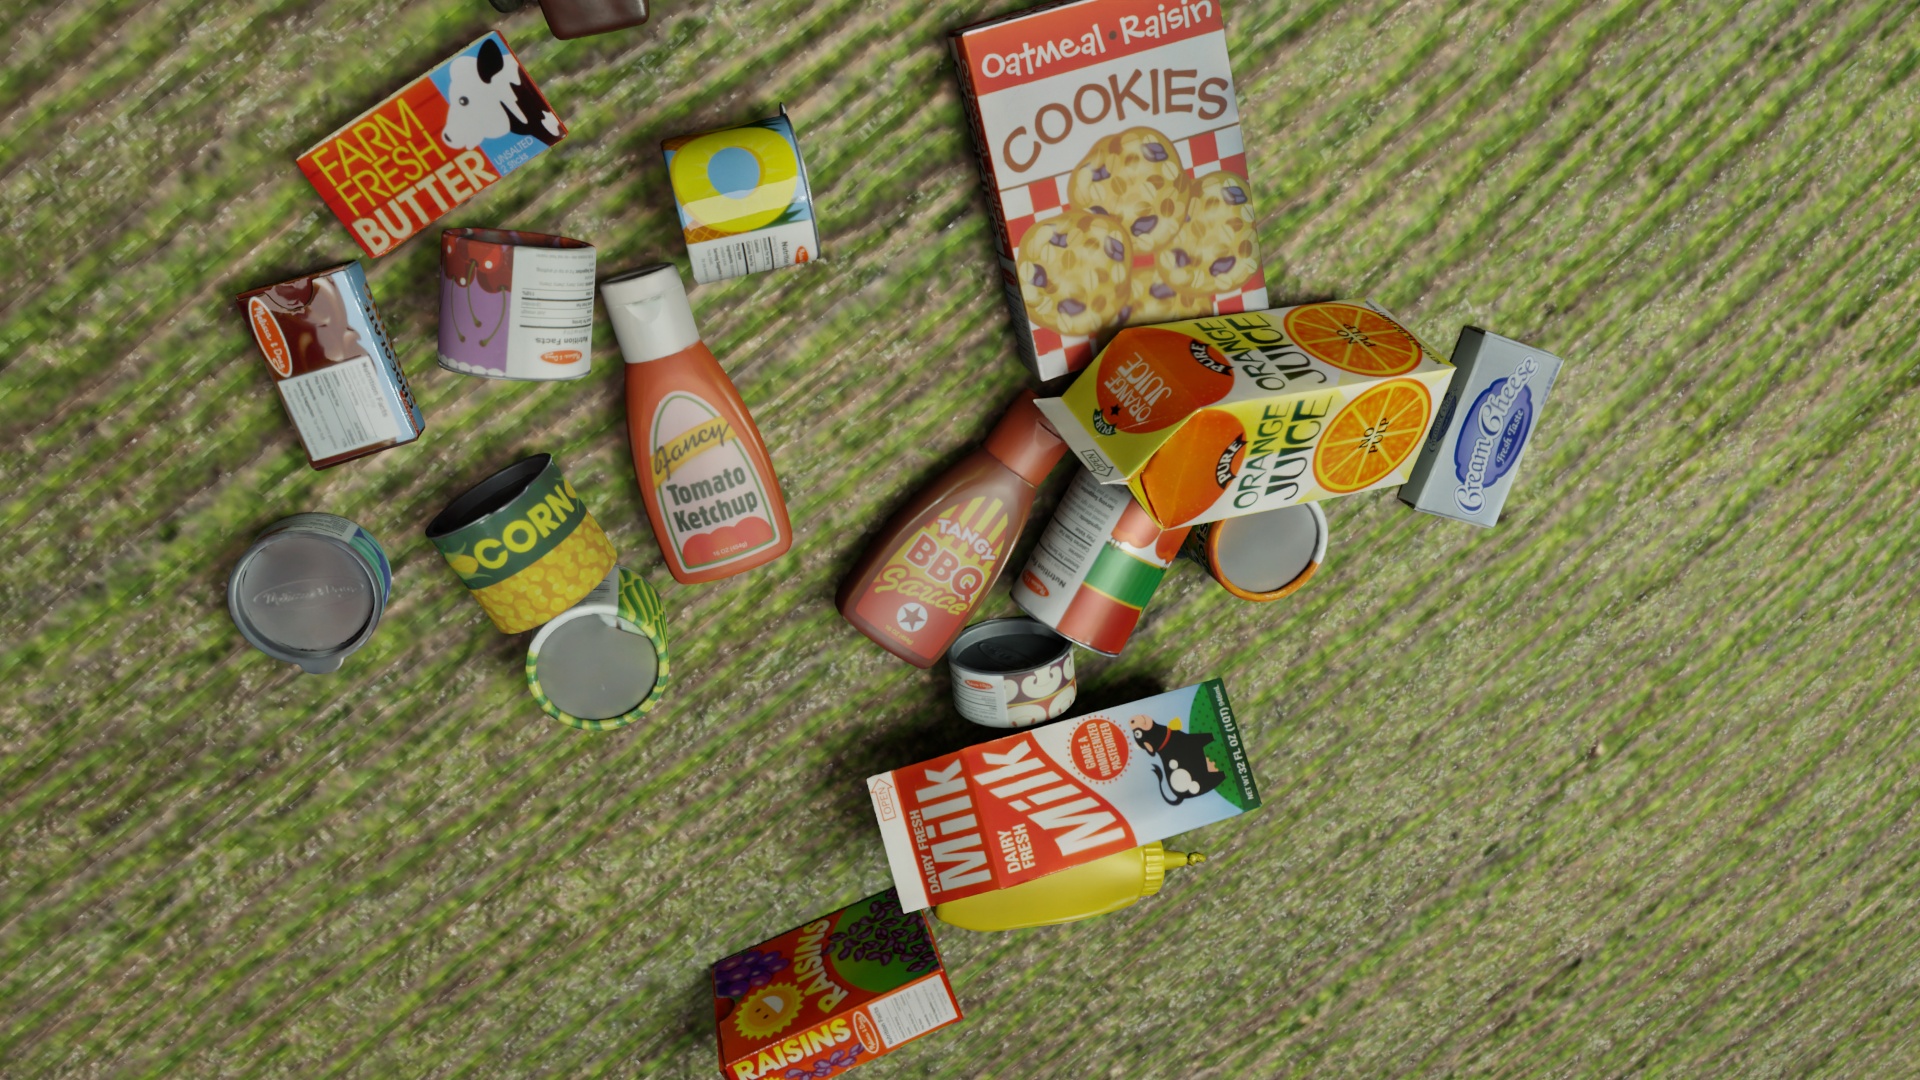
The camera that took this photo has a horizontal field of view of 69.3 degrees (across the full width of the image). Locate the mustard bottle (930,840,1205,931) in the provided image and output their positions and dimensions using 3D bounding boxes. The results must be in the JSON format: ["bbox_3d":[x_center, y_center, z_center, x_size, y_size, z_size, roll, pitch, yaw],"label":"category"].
[{"bbox_3d":[0.062,0.183,0.783,0.160,0.049,0.065,2,103,-15],"label":"mustard bottle"}]

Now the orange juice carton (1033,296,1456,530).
[{"bbox_3d":[0.134,-0.062,0.675,0.193,0.072,0.072,-11,133,-24],"label":"orange juice carton"}]

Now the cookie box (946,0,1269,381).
[{"bbox_3d":[0.073,-0.177,0.671,0.123,0.040,0.166,-18,112,-7],"label":"cookie box"}]

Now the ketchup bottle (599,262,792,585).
[{"bbox_3d":[-0.130,-0.056,0.660,0.065,0.043,0.148,-18,111,-7],"label":"ketchup bottle"}]

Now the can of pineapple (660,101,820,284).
[{"bbox_3d":[-0.099,-0.154,0.623,0.058,0.071,0.070,-14,111,-8],"label":"can of pineapple"}]

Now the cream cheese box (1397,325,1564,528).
[{"bbox_3d":[0.287,-0.062,0.769,0.053,0.024,0.103,14,104,-17],"label":"cream cheese box"}]

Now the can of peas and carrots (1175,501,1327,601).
[{"bbox_3d":[0.150,-0.006,0.736,0.071,0.059,0.070,-4,109,-12],"label":"can of peas and carrots"}]

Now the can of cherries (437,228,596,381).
[{"bbox_3d":[-0.199,-0.106,0.616,0.071,0.071,0.058,3,107,-14],"label":"can of cherries"}]

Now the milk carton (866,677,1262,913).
[{"bbox_3d":[0.050,0.132,0.721,0.191,0.073,0.072,-13,80,-19],"label":"milk carton"}]

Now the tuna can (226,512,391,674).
[{"bbox_3d":[-0.303,0.024,0.651,0.071,0.033,0.070,-4,109,-12],"label":"tuna can"}]

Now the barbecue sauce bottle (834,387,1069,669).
[{"bbox_3d":[0.003,-0.009,0.708,0.065,0.044,0.148,35,97,-19],"label":"barbecue sauce bottle"}]

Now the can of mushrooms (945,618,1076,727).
[{"bbox_3d":[0.029,0.068,0.728,0.071,0.071,0.033,-11,111,-10],"label":"can of mushrooms"}]

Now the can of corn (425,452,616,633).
[{"bbox_3d":[-0.202,0.002,0.647,0.071,0.071,0.058,-31,113,-2],"label":"can of corn"}]

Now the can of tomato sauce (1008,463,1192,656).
[{"bbox_3d":[0.075,0.008,0.719,0.071,0.071,0.083,25,100,-20],"label":"can of tomato sauce"}]

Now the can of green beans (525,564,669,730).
[{"bbox_3d":[-0.176,0.052,0.677,0.071,0.058,0.071,-4,109,-12],"label":"can of green beans"}]

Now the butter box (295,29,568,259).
[{"bbox_3d":[-0.230,-0.173,0.607,0.103,0.024,0.053,-34,112,-1],"label":"butter box"}]

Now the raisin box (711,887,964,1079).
[{"bbox_3d":[-0.069,0.245,0.752,0.123,0.086,0.040,-22,114,-5],"label":"raisin box"}]

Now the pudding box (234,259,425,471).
[{"bbox_3d":[-0.280,-0.079,0.623,0.050,0.030,0.083,-18,111,-6],"label":"pudding box"}]
